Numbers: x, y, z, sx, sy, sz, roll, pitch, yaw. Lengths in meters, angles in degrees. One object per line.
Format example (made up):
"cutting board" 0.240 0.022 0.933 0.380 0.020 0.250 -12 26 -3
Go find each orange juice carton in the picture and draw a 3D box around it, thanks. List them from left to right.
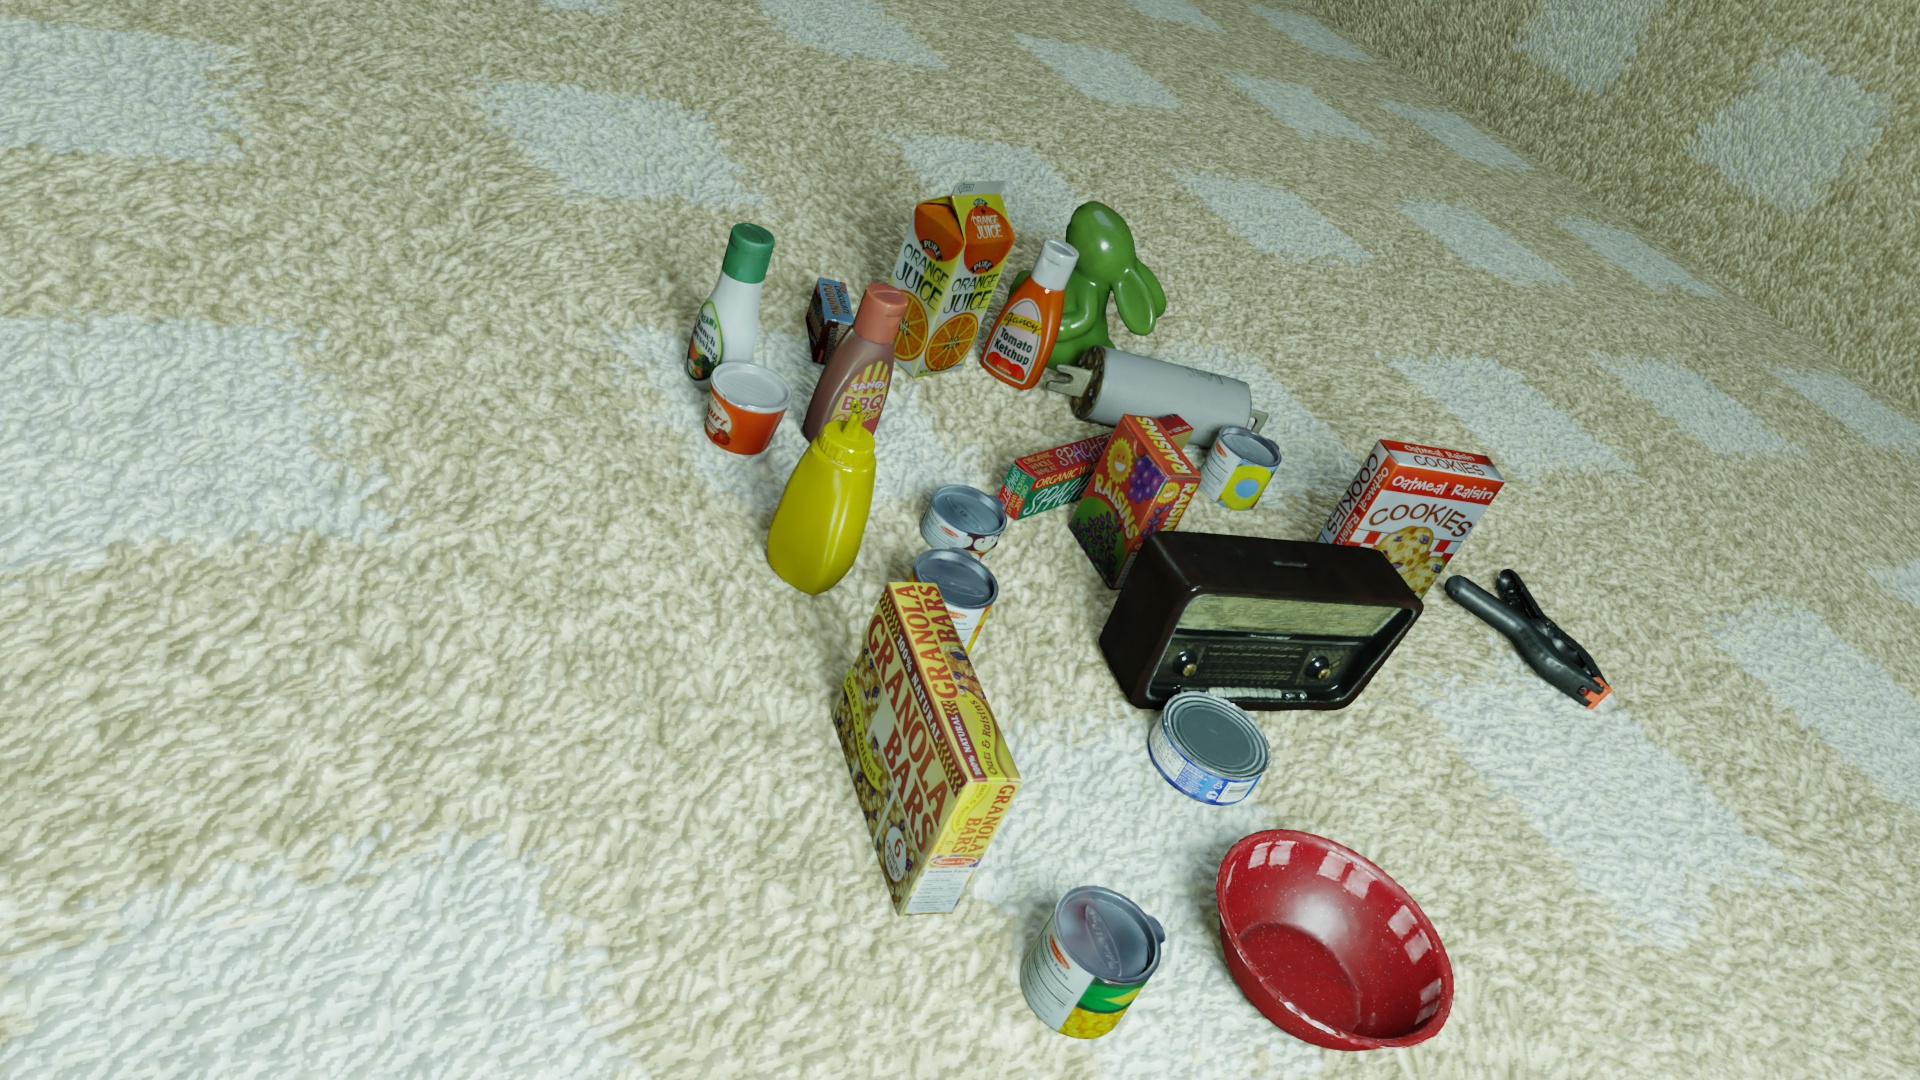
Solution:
"orange juice carton" -0.012 -0.256 1.321 0.072 0.191 0.073 -17 51 -44

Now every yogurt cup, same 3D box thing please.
"yogurt cup" -0.177 -0.107 1.143 0.072 0.053 0.073 16 35 -11

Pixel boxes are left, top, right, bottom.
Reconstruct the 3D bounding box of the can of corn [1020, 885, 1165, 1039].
"can of corn" 0.077 0.246 0.810 0.071 0.058 0.071 16 35 -11

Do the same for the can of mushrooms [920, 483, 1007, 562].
"can of mushrooms" 0.004 -0.014 1.143 0.071 0.033 0.071 16 35 -11

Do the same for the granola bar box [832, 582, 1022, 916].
"granola bar box" -0.027 0.125 0.853 0.039 0.123 0.166 4 38 -27

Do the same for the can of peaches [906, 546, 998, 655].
"can of peaches" -0.012 0.047 1.028 0.071 0.057 0.071 16 35 -11

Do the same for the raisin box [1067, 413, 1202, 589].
"raisin box" 0.144 -0.032 1.171 0.040 0.122 0.086 2 39 -29

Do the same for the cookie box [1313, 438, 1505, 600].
"cookie box" 0.390 -0.009 1.246 0.123 0.166 0.040 6 38 -24

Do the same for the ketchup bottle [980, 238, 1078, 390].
"ketchup bottle" 0.072 -0.224 1.366 0.065 0.148 0.044 33 35 13

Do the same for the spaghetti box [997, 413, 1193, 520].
"spaghetti box" 0.128 -0.070 1.278 0.251 0.050 0.029 -19 52 -45

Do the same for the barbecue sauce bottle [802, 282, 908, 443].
"barbecue sauce bottle" -0.084 -0.144 1.165 0.065 0.147 0.044 -9 45 -39

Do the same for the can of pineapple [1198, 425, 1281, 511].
"can of pineapple" 0.273 -0.070 1.358 0.071 0.057 0.071 16 35 -11

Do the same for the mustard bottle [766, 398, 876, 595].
"mustard bottle" -0.093 -0.036 1.001 0.065 0.159 0.049 36 36 18

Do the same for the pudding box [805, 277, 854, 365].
"pudding box" -0.123 -0.207 1.315 0.030 0.049 0.084 10 36 -20

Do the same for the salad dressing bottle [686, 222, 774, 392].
"salad dressing bottle" -0.192 -0.195 1.169 0.044 0.146 0.064 -7 45 -38
